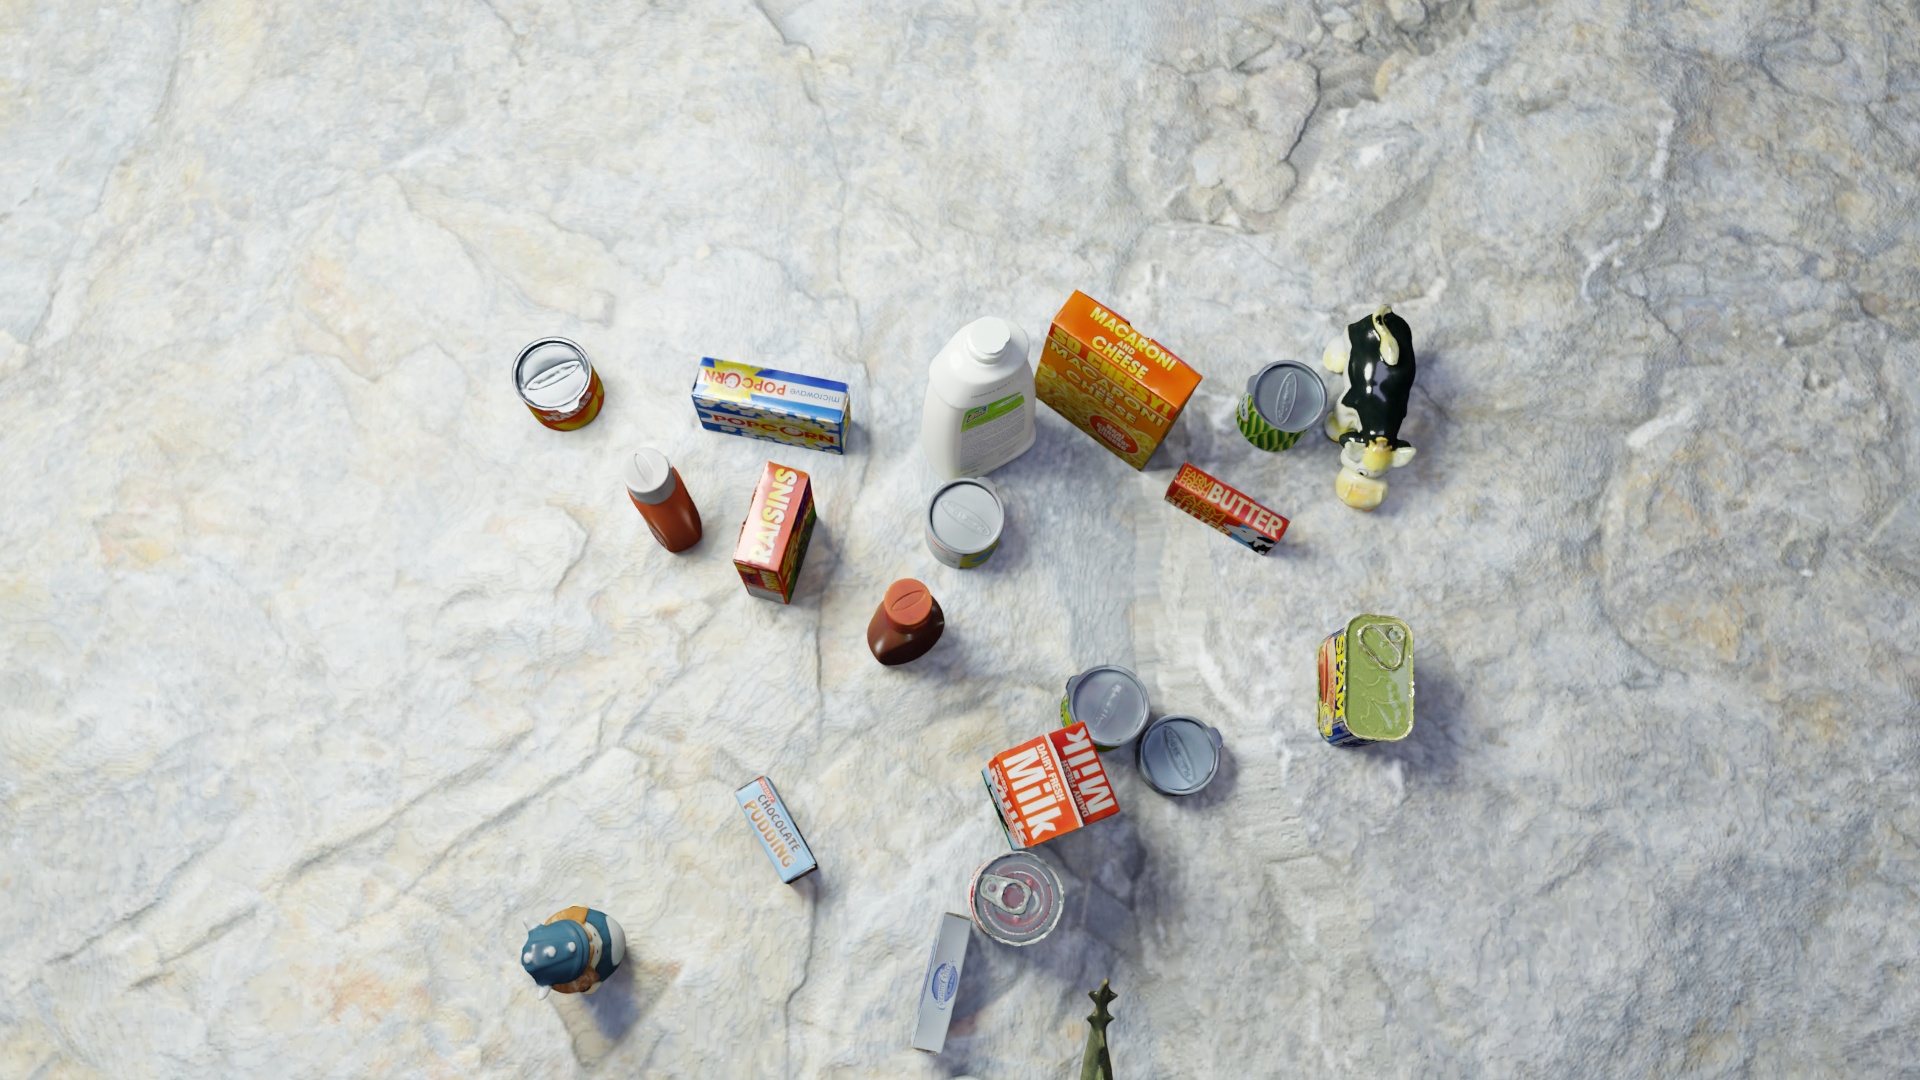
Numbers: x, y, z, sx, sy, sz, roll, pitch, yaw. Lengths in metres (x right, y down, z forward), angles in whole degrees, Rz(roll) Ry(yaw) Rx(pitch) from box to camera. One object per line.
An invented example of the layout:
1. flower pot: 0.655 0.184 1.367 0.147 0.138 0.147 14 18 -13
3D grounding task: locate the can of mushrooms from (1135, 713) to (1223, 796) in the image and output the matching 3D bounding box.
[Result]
1. can of mushrooms: 0.181 0.177 1.147 0.071 0.033 0.071 1 75 -3

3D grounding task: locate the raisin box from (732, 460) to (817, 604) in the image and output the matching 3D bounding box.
1. raisin box: -0.149 -0.004 1.128 0.040 0.123 0.086 17 75 1

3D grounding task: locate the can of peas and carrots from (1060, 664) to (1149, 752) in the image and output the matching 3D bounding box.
1. can of peas and carrots: 0.115 0.138 1.140 0.071 0.058 0.071 1 75 -3

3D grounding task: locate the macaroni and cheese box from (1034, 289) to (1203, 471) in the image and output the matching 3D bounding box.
1. macaroni and cheese box: 0.125 -0.130 1.156 0.124 0.166 0.040 36 77 6

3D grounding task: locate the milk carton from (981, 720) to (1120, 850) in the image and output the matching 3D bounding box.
1. milk carton: 0.067 0.188 1.056 0.073 0.190 0.072 -20 78 -8

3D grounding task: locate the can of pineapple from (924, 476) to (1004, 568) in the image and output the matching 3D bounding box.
1. can of pineapple: 0.004 -0.015 1.174 0.071 0.057 0.071 1 75 -3

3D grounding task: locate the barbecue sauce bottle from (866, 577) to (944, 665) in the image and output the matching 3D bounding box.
1. barbecue sauce bottle: -0.043 0.064 1.103 0.065 0.148 0.044 -27 79 -10

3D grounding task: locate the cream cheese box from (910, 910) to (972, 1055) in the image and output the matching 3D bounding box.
1. cream cheese box: -0.015 0.342 1.080 0.024 0.053 0.104 14 75 0

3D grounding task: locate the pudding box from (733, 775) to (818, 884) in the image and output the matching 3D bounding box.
1. pudding box: -0.146 0.230 1.104 0.030 0.049 0.084 -30 79 -10

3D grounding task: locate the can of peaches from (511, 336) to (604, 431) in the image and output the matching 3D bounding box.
1. can of peaches: -0.341 -0.130 1.183 0.071 0.058 0.071 1 75 -3

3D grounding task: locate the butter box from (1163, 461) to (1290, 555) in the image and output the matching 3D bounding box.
1. butter box: 0.227 -0.027 1.193 0.103 0.053 0.024 30 76 5

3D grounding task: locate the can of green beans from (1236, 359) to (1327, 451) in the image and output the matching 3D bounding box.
1. can of green beans: 0.280 -0.117 1.218 0.071 0.057 0.071 1 75 -3

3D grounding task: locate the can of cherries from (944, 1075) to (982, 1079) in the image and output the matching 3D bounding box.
1. can of cherries: 0.003 0.445 1.051 0.071 0.058 0.071 1 75 -3

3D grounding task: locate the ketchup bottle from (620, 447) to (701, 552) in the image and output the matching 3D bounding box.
1. ketchup bottle: -0.242 -0.037 1.117 0.043 0.148 0.065 -28 79 -10

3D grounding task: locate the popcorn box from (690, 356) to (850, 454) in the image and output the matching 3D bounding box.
1. popcorn box: -0.157 -0.113 1.176 0.127 0.085 0.038 11 75 -1
